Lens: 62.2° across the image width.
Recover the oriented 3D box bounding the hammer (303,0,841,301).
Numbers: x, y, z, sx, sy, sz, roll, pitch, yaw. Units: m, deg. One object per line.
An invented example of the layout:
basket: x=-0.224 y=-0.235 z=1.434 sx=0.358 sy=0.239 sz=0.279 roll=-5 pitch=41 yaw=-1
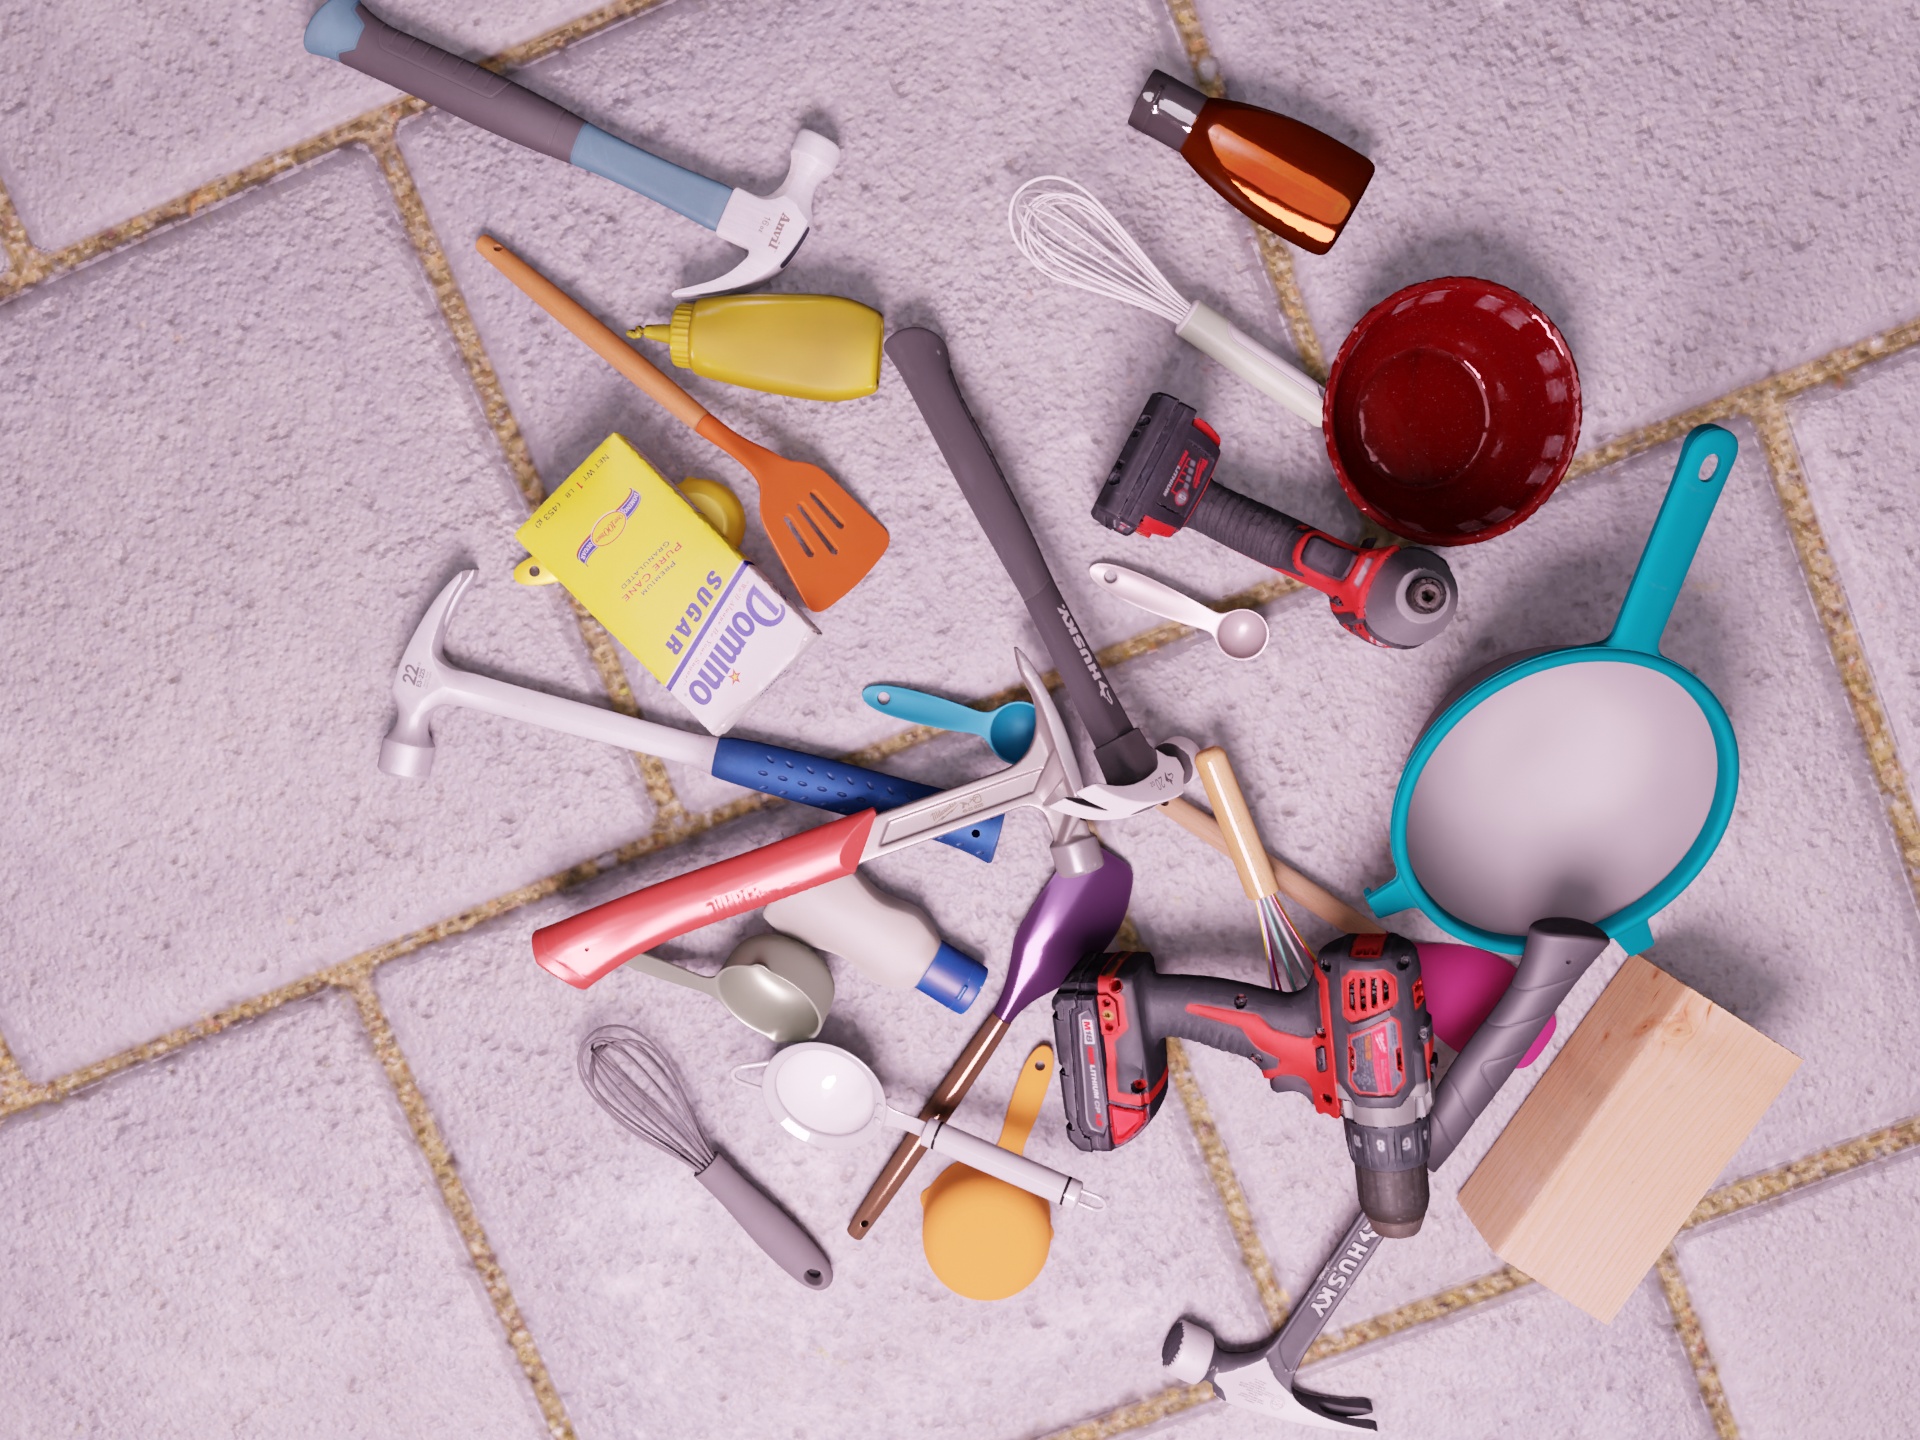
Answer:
hammer: x=-0.249 y=-0.368 z=0.994 sx=0.331 sy=0.033 sz=0.128 roll=25 pitch=96 yaw=-1

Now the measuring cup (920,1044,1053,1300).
measuring cup: x=0.030 y=0.302 z=1.056 sx=0.095 sy=0.052 sz=0.173 roll=18 pitch=99 yaw=-1

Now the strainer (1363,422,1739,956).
strainer: x=0.372 y=-0.023 z=0.962 sx=0.211 sy=0.095 sz=0.340 roll=9 pitch=114 yaw=-9

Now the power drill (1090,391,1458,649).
power drill: x=0.193 y=-0.110 z=0.959 sx=0.219 sy=0.143 sz=0.078 roll=27 pitch=95 yaw=1

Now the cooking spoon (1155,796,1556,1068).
cooking spoon: x=0.254 y=0.131 z=1.047 sx=0.319 sy=0.017 sz=0.069 roll=33 pitch=94 yaw=-2

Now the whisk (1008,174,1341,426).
whisk: x=0.136 y=-0.257 z=0.991 sx=0.246 sy=0.058 sz=0.059 roll=32 pitch=131 yaw=-7

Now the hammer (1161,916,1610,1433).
hammer: x=0.291 y=0.297 z=1.024 sx=0.149 sy=0.036 sz=0.409 roll=26 pitch=108 yaw=-4

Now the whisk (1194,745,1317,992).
whisk: x=0.206 y=0.129 z=1.022 sx=0.047 sy=0.051 sz=0.245 roll=-18 pitch=98 yaw=34

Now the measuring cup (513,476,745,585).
measuring cup: x=-0.216 y=-0.113 z=1.024 sx=0.156 sy=0.029 sz=0.062 roll=-16 pitch=96 yaw=1

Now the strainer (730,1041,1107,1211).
strainer: x=-0.025 y=0.266 z=1.039 sx=0.258 sy=0.050 sz=0.086 roll=20 pitch=118 yaw=13

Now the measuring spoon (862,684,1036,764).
measuring spoon: x=-0.002 y=-0.003 z=1.043 sx=0.128 sy=0.021 sz=0.042 roll=15 pitch=98 yaw=9

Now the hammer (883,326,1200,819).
hammer: x=0.039 y=-0.092 z=0.984 sx=0.035 sy=0.146 sz=0.335 roll=-29 pitch=87 yaw=33

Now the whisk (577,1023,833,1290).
whisk: x=-0.167 y=0.297 z=1.068 sx=0.055 sy=0.055 sz=0.239 roll=-41 pitch=99 yaw=6

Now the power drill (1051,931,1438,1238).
power drill: x=0.182 y=0.227 z=0.992 sx=0.227 sy=0.080 sz=0.188 roll=-4 pitch=100 yaw=22

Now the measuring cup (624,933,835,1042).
measuring cup: x=-0.160 y=0.162 z=1.053 sx=0.168 sy=0.038 sz=0.083 roll=14 pitch=136 yaw=18

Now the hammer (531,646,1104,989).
hammer: x=-0.099 y=0.079 z=1.002 sx=0.359 sy=0.037 sz=0.149 roll=-19 pitch=93 yaw=0

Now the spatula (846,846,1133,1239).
spatula: x=0.016 y=0.220 z=1.065 sx=0.059 sy=0.018 sz=0.316 roll=33 pitch=96 yaw=-11

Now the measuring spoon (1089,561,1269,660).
measuring spoon: x=0.141 y=-0.075 z=1.030 sx=0.124 sy=0.018 sz=0.034 roll=24 pitch=110 yaw=5

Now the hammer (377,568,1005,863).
hammer: x=-0.169 y=0.015 z=1.036 sx=0.405 sy=0.035 sz=0.144 roll=15 pitch=97 yaw=0

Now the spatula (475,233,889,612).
spatula: x=-0.183 y=-0.199 z=1.009 sx=0.322 sy=0.041 sz=0.081 roll=40 pitch=61 yaw=4
